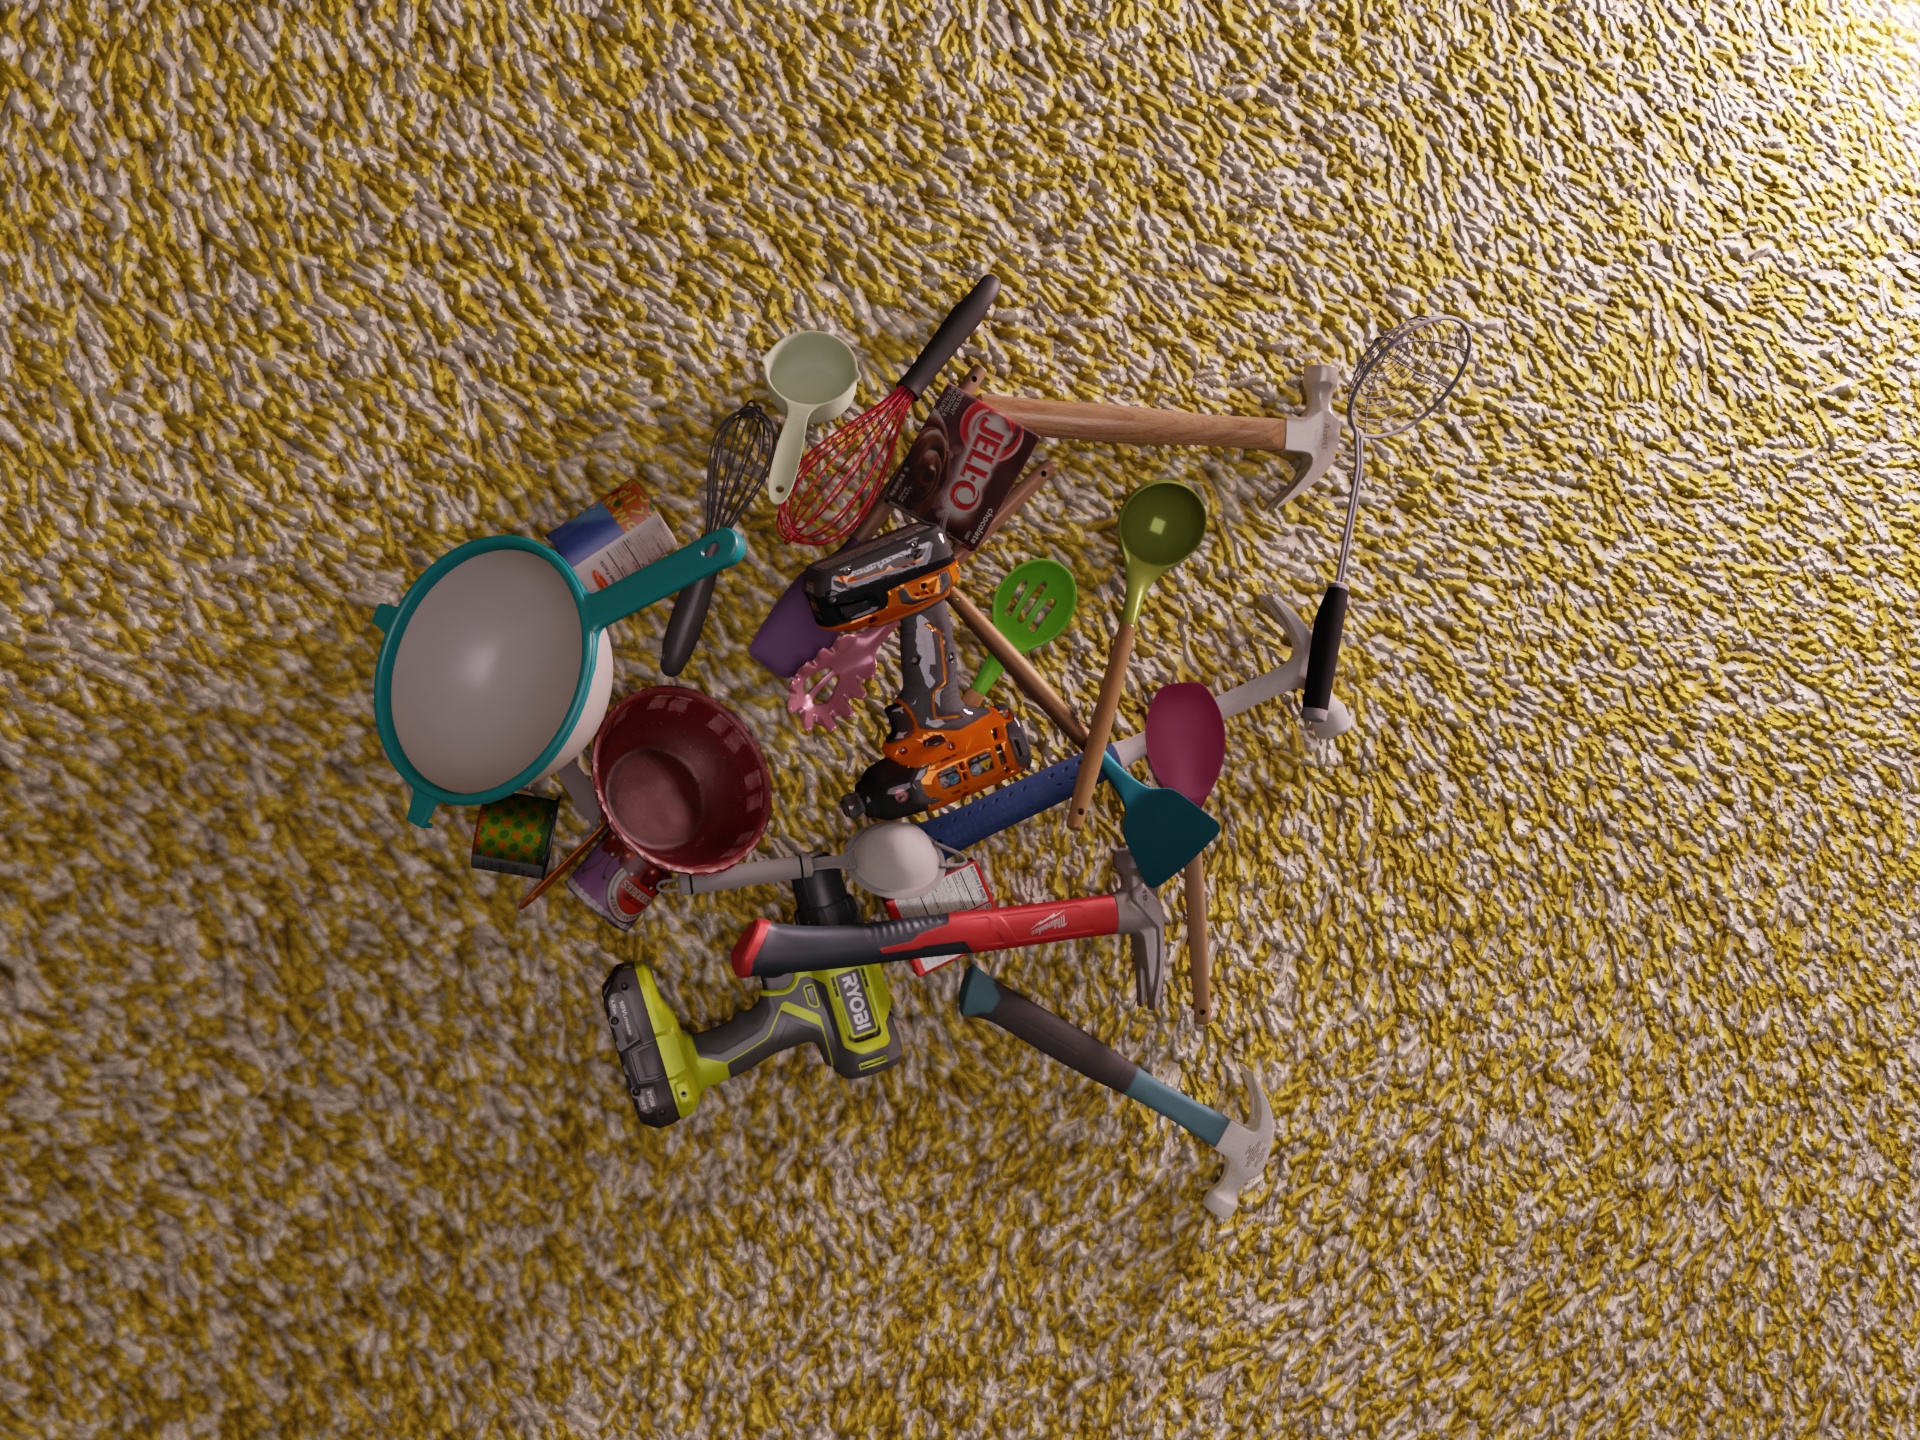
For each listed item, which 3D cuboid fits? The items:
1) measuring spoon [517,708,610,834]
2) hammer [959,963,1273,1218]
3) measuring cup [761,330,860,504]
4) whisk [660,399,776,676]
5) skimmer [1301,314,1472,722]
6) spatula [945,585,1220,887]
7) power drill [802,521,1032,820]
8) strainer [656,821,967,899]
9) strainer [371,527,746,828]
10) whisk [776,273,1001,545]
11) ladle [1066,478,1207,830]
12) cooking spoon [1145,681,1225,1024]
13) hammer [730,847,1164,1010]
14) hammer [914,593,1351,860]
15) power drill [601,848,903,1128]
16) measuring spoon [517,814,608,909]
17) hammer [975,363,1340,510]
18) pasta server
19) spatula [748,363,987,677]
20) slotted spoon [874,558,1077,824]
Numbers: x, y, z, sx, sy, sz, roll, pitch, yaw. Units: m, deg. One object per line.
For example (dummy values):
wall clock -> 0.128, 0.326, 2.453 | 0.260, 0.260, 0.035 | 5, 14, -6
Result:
measuring spoon -> -0.323, 0.043, 1.317 | 0.034, 0.018, 0.124 | -33, 106, -5
hammer -> 0.138, 0.315, 1.417 | 0.331, 0.033, 0.128 | 32, 87, -12
measuring cup -> -0.131, -0.240, 1.297 | 0.083, 0.038, 0.168 | 11, 67, 1
whisk -> -0.206, -0.150, 1.315 | 0.055, 0.055, 0.239 | 18, 94, -12
skimmer -> 0.368, -0.174, 1.392 | 0.127, 0.090, 0.363 | 17, 83, -50
spatula -> 0.094, 0.006, 1.359 | 0.082, 0.044, 0.317 | -42, 92, 2
power drill -> -0.049, -0.031, 1.301 | 0.164, 0.084, 0.226 | -24, 107, -13
strainer -> -0.119, 0.118, 1.301 | 0.258, 0.087, 0.050 | -8, 134, -11
strainer -> -0.292, -0.057, 1.224 | 0.340, 0.095, 0.211 | -24, 69, 18
whisk -> -0.056, -0.260, 1.332 | 0.073, 0.073, 0.296 | 38, 80, -11
ladle -> 0.140, -0.059, 1.341 | 0.078, 0.062, 0.320 | 21, 70, -13
cooking spoon -> 0.204, 0.120, 1.402 | 0.069, 0.017, 0.318 | -5, 104, 3
hammer -> -0.001, 0.194, 1.332 | 0.386, 0.038, 0.143 | -4, 89, -25
hammer -> 0.145, 0.022, 1.401 | 0.405, 0.035, 0.144 | -24, 98, -9
power drill -> -0.176, 0.226, 1.325 | 0.228, 0.080, 0.190 | -17, 92, -13
measuring spoon -> -0.325, 0.113, 1.313 | 0.117, 0.021, 0.011 | -45, 81, -1
hammer -> 0.174, -0.255, 1.394 | 0.331, 0.031, 0.130 | 1, 92, -12
pasta server -> -0.029, -0.112, 1.356 | 0.316, 0.040, 0.060 | -45, 109, -7
spatula -> -0.071, -0.172, 1.353 | 0.059, 0.018, 0.316 | 35, 87, -13
slotted spoon -> -0.002, -0.004, 1.374 | 0.070, 0.031, 0.314 | 34, 88, -11
